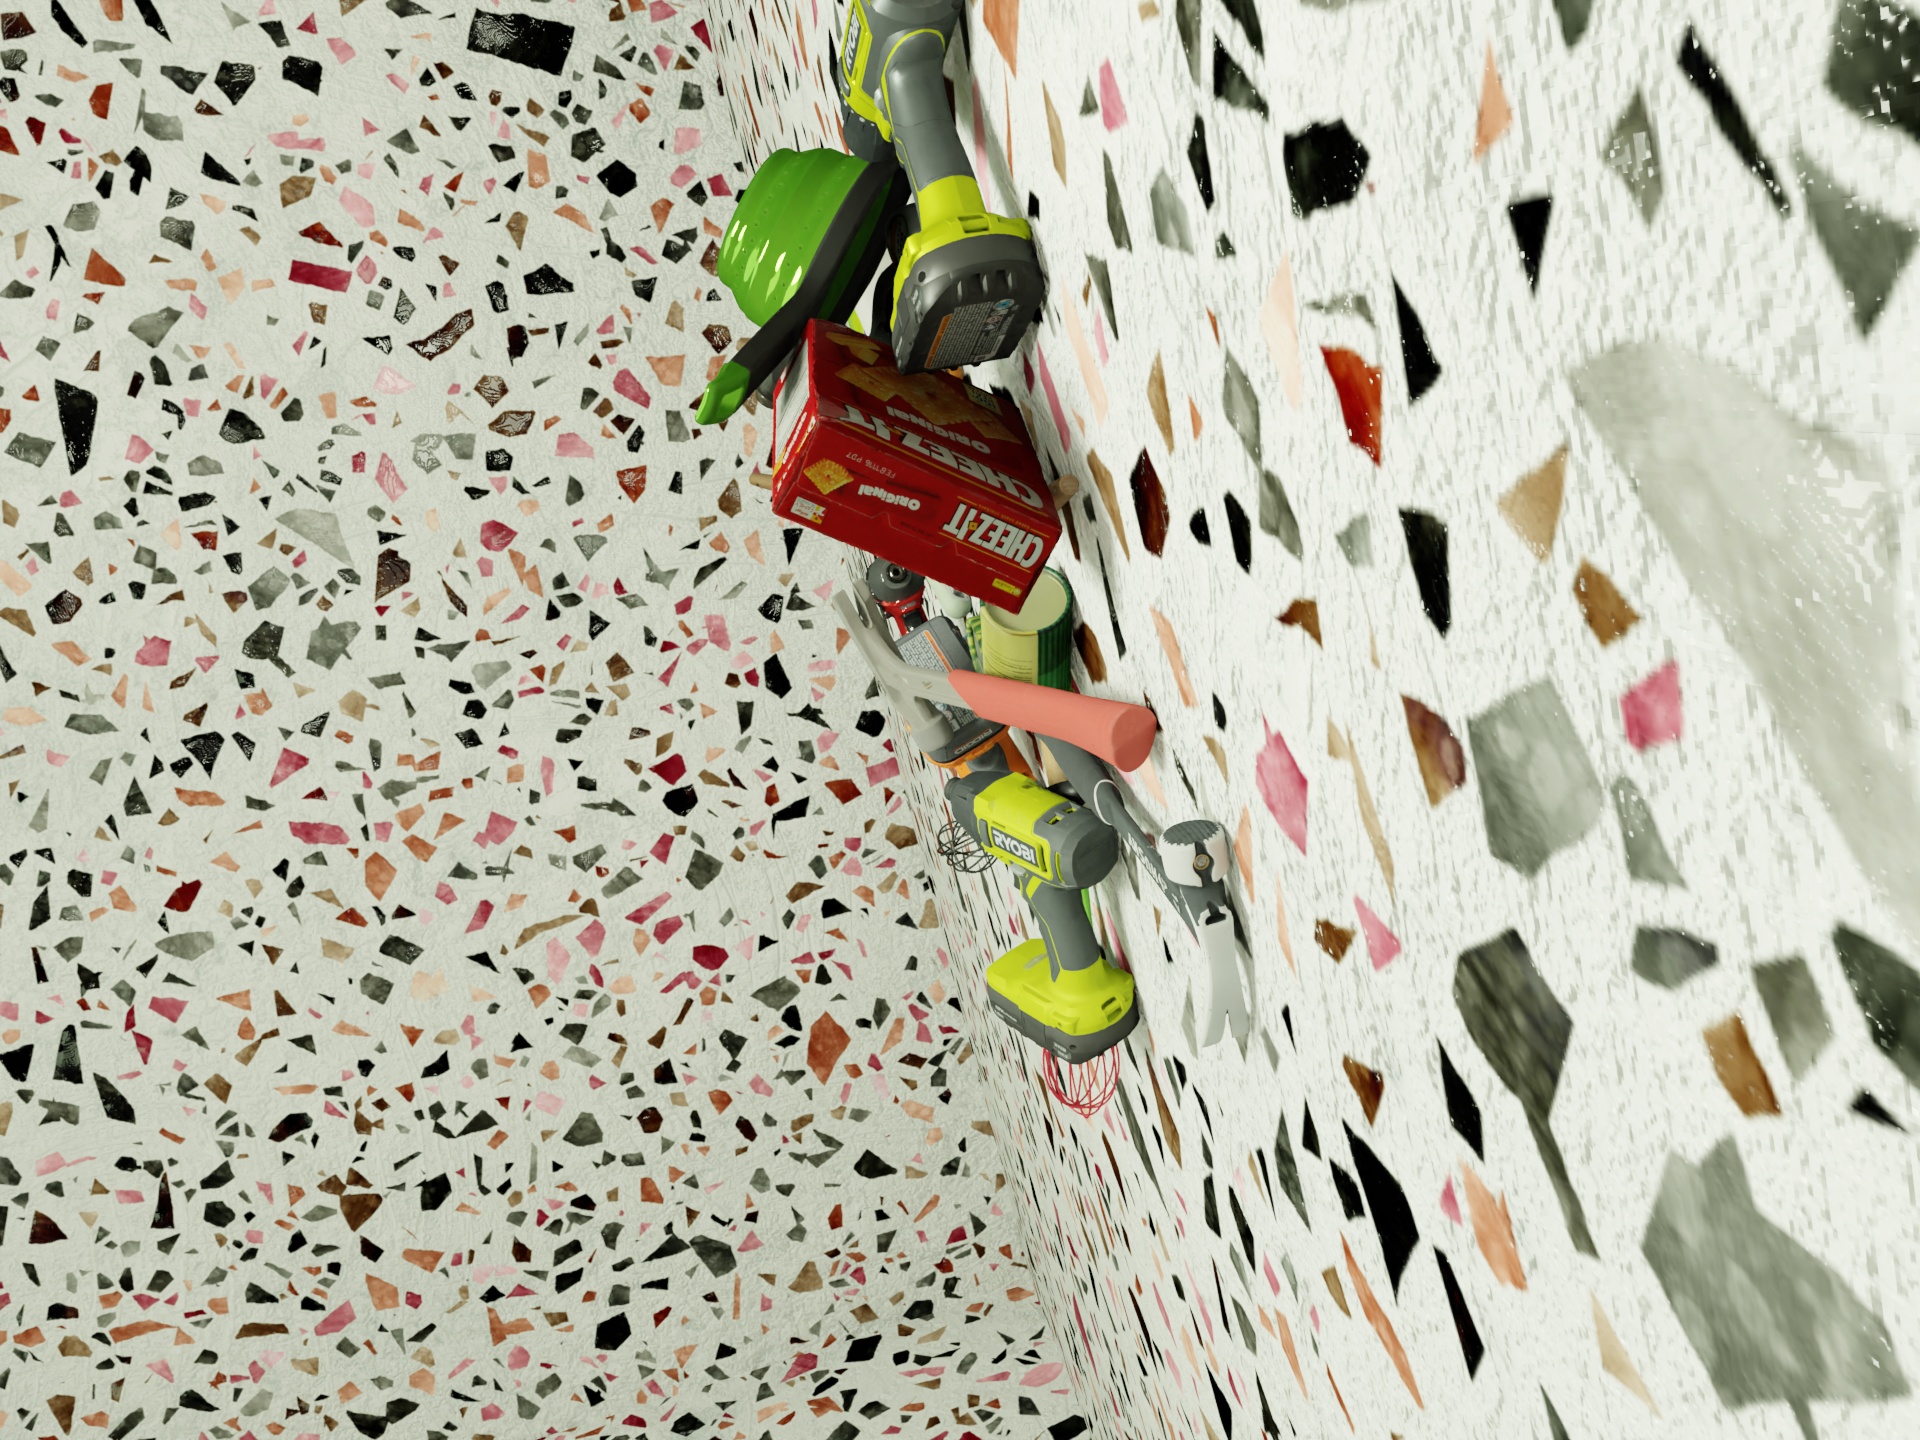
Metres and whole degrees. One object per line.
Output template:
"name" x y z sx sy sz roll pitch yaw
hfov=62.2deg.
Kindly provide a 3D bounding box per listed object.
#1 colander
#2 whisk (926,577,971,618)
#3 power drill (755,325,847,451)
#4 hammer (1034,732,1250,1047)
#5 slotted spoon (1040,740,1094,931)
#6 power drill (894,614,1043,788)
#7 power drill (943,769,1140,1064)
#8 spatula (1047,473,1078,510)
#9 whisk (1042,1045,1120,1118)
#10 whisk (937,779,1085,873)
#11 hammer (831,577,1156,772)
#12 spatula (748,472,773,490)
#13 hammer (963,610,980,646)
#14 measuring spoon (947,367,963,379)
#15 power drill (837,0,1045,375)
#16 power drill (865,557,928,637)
"colander" -0.138 -0.314 1.126 0.204 0.094 0.397 -59 4 36
"whisk" -0.048 -0.187 1.379 0.059 0.057 0.247 -51 56 40
"power drill" -0.144 -0.332 1.544 0.187 0.080 0.227 -54 35 37
"hammer" 0.108 0.067 1.070 0.409 0.036 0.149 -120 15 -68
"slotted spoon" 0.094 0.112 1.334 0.070 0.031 0.313 -145 41 -68
"power drill" -0.002 -0.005 1.417 0.164 0.084 0.226 58 180 25
"power drill" 0.062 0.148 1.272 0.171 0.080 0.223 23 134 47
"spatula" 0.050 -0.147 1.129 0.316 0.018 0.060 -170 61 -84
"whisk" 0.102 0.229 1.432 0.073 0.073 0.295 -121 24 -68
"whisk" 0.044 0.088 1.338 0.239 0.055 0.055 -32 72 59
"hammer" 0.020 -0.023 1.106 0.149 0.037 0.359 61 161 -20
"spatula" -0.092 -0.199 1.495 0.318 0.044 0.082 16 151 37
"hammer" 0.023 -0.083 1.433 0.331 0.033 0.128 115 137 -82
"measuring spoon" -0.014 -0.317 1.328 0.021 0.011 0.117 68 -175 -48
"power drill" -0.025 -0.340 1.000 0.190 0.080 0.228 133 123 -74
"power drill" -0.036 -0.072 1.650 0.143 0.078 0.219 145 102 -86
